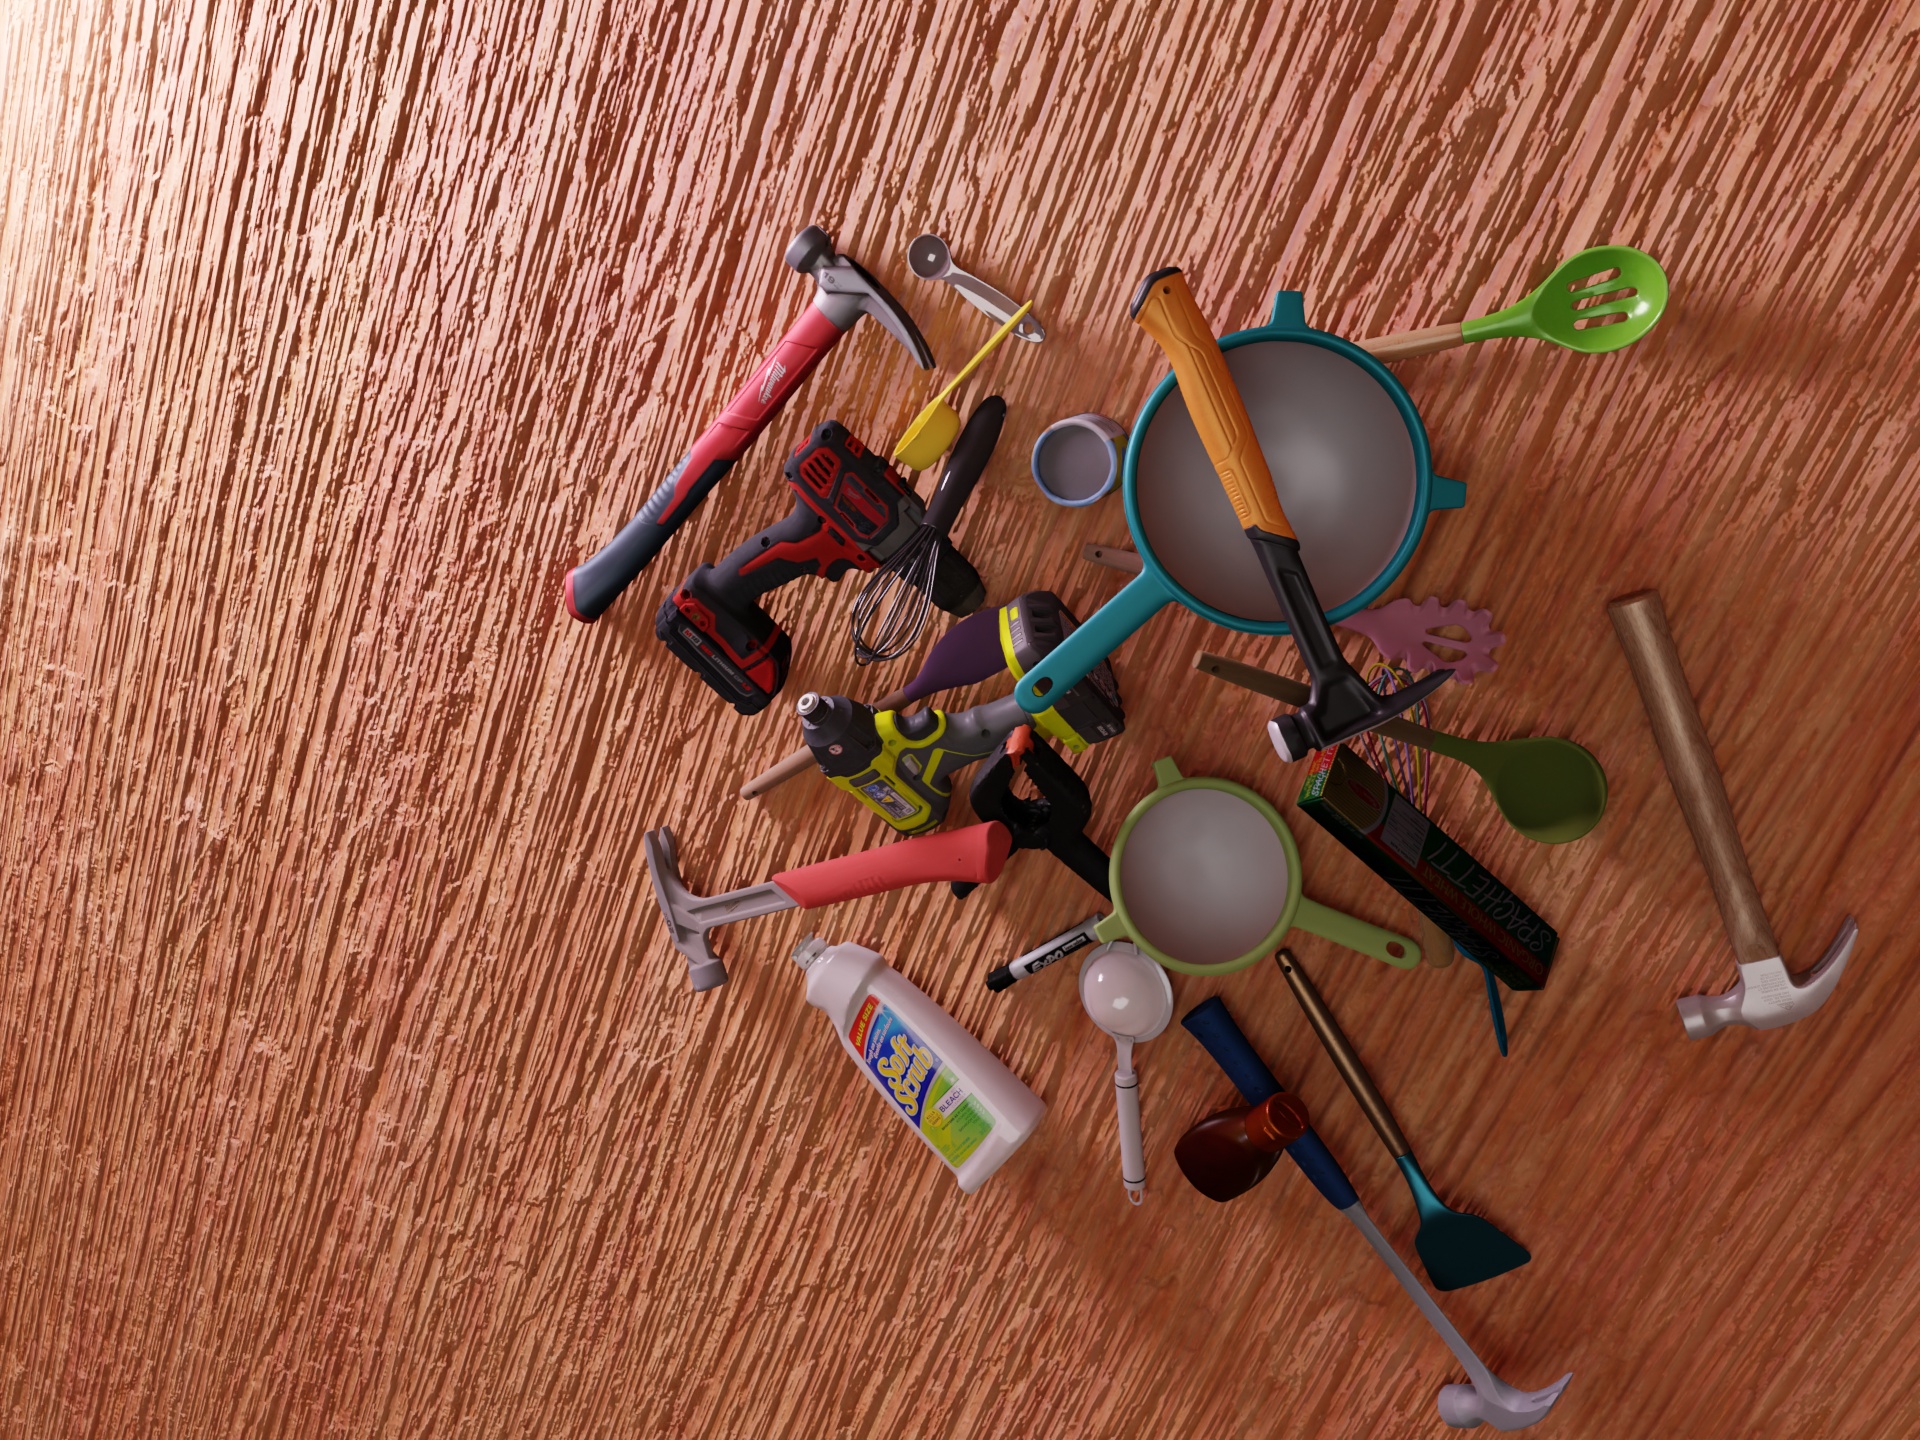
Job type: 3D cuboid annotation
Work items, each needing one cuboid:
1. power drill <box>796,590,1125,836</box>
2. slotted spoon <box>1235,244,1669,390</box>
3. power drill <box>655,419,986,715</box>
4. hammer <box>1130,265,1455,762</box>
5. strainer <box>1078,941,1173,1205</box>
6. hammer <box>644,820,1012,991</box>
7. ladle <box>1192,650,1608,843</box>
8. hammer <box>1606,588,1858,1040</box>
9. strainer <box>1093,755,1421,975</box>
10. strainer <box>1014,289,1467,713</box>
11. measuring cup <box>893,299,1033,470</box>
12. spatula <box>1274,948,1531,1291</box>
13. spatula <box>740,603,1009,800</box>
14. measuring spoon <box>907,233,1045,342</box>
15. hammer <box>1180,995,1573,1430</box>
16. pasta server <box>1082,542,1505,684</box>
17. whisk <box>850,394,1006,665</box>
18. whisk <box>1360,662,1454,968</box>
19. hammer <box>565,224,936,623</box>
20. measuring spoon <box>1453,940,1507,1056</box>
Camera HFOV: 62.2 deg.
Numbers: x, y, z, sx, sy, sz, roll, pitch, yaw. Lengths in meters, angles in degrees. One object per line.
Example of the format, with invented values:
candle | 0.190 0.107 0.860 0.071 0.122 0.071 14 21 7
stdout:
power drill | -0.002 -0.004 1.225 0.223 0.080 0.171 -26 137 20
slotted spoon | 0.324 -0.267 1.112 0.314 0.031 0.070 -8 102 22
power drill | -0.110 -0.104 1.265 0.226 0.080 0.187 -41 105 21
hammer | 0.206 -0.147 1.064 0.127 0.034 0.337 -25 92 0
strainer | 0.137 0.290 1.316 0.087 0.050 0.258 5 110 33
hammer | -0.114 0.125 1.306 0.359 0.036 0.149 -17 91 35
ladle | 0.310 0.011 1.114 0.320 0.062 0.078 18 116 -14
hammer | 0.532 0.064 1.128 0.130 0.031 0.331 -19 97 22
strainer | 0.231 0.140 1.237 0.256 0.069 0.151 22 81 -6
strainer | 0.171 -0.125 1.135 0.340 0.095 0.211 -41 92 6
measuring cup | 0.009 -0.252 1.209 0.029 0.062 0.156 40 107 -16
spatula | 0.337 0.318 1.266 0.082 0.044 0.317 -31 88 24
spatula | -0.064 -0.010 1.308 0.316 0.018 0.059 -31 123 24
measuring spoon | 0.014 -0.326 1.207 0.124 0.018 0.034 36 117 -1
hammer | 0.318 0.390 1.261 0.405 0.035 0.144 52 148 4
pasta server | 0.240 -0.089 1.181 0.316 0.040 0.060 16 94 15
whisk | -0.021 -0.145 1.193 0.055 0.055 0.239 23 76 11
whisk | 0.339 0.072 1.194 0.047 0.051 0.245 -2 109 41
hammer | -0.189 -0.206 1.291 0.143 0.038 0.386 46 113 1
measuring spoon | 0.395 0.201 1.211 0.021 0.042 0.128 -8 109 31
